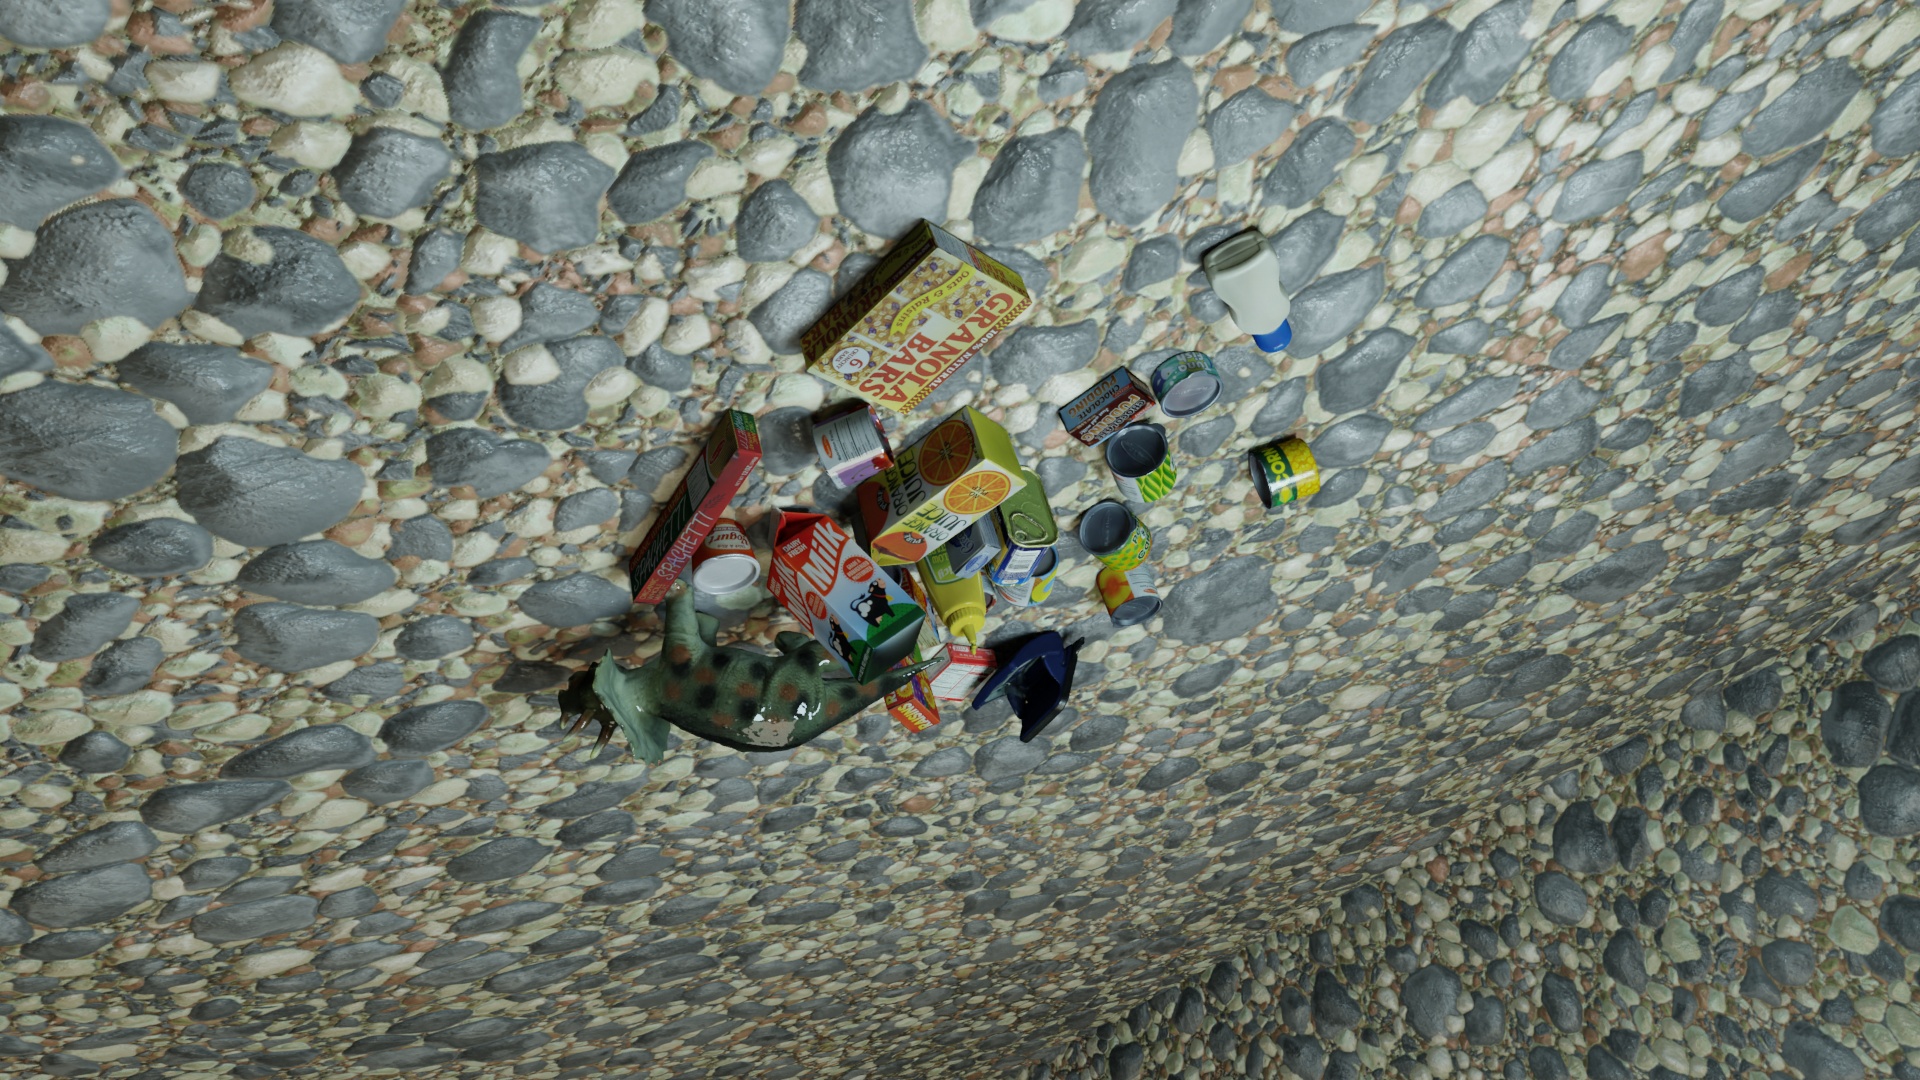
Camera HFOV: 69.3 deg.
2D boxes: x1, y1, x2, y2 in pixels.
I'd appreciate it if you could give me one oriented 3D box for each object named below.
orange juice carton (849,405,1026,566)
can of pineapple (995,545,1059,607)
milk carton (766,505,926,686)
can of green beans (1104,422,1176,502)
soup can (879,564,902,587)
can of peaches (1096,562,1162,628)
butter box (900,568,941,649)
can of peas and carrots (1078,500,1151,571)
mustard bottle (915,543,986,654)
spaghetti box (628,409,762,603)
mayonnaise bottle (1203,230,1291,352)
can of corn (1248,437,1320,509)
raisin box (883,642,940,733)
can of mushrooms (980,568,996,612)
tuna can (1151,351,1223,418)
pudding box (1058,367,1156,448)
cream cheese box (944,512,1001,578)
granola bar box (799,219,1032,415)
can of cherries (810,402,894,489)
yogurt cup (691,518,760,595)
[{"bbox_3d":[-0.035,-0.044,1.391,0.192,0.072,0.073,-35,143,23],"label":"orange juice carton"},{"bbox_3d":[0.076,0.032,1.566,0.071,0.071,0.057,-9,146,-14],"label":"can of pineapple"},{"bbox_3d":[-0.129,0.046,1.388,0.074,0.191,0.072,-33,157,-33],"label":"milk carton"},{"bbox_3d":[0.190,-0.081,1.453,0.071,0.071,0.057,-23,148,7],"label":"can of green beans"},{"bbox_3d":[-0.103,0.062,1.515,0.071,0.071,0.083,-5,145,-20],"label":"soup can"},{"bbox_3d":[0.202,0.064,1.682,0.071,0.058,0.071,-13,148,-8],"label":"can of peaches"},{"bbox_3d":[-0.051,0.079,1.583,0.024,0.053,0.103,-19,147,7],"label":"butter box"},{"bbox_3d":[0.176,-0.005,1.558,0.071,0.071,0.058,-30,146,17],"label":"can of peas and carrots"},{"bbox_3d":[-0.005,0.050,1.464,0.065,0.161,0.048,-18,146,-3],"label":"mustard bottle"},{"bbox_3d":[-0.258,-0.026,1.327,0.029,0.050,0.248,9,139,-34],"label":"spaghetti box"},{"bbox_3d":[0.277,-0.228,1.302,0.064,0.041,0.147,-25,148,14],"label":"mayonnaise bottle"},{"bbox_3d":[0.360,-0.076,1.543,0.058,0.071,0.071,-19,147,-1],"label":"can of corn"},{"bbox_3d":[-0.069,0.153,1.618,0.040,0.124,0.086,-24,147,8],"label":"raisin box"},{"bbox_3d":[0.006,0.064,1.608,0.071,0.033,0.070,-14,147,-9],"label":"can of mushrooms"},{"bbox_3d":[0.226,-0.157,1.388,0.071,0.033,0.070,-13,147,-9],"label":"tuna can"},{"bbox_3d":[0.147,-0.132,1.389,0.083,0.030,0.049,-33,145,22],"label":"pudding box"},{"bbox_3d":[0.005,-0.018,1.420,0.024,0.104,0.053,18,132,-38],"label":"cream cheese box"},{"bbox_3d":[-0.039,-0.189,1.203,0.165,0.039,0.124,-38,142,28],"label":"granola bar box"},{"bbox_3d":[-0.100,-0.089,1.300,0.058,0.072,0.071,-23,147,6],"label":"can of cherries"},{"bbox_3d":[-0.239,0.015,1.393,0.072,0.054,0.072,-13,147,-8],"label":"yogurt cup"}]
